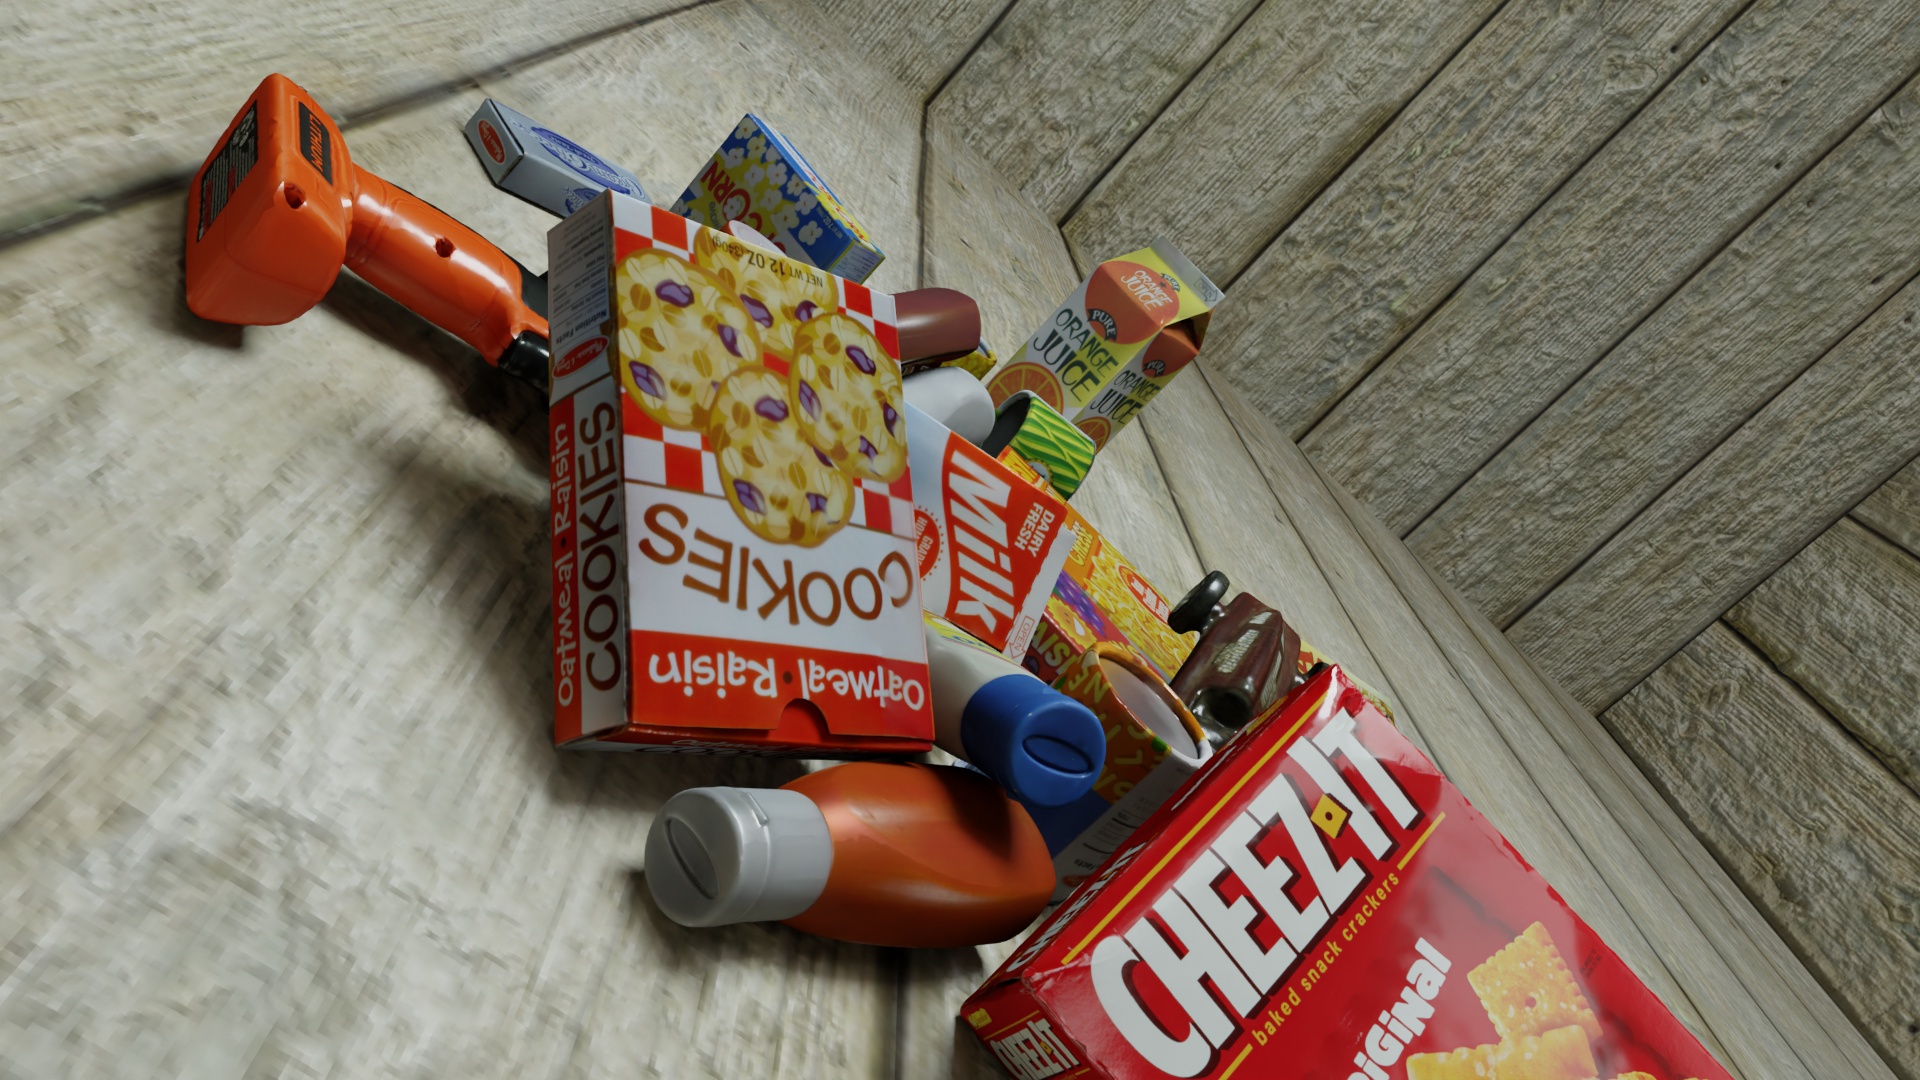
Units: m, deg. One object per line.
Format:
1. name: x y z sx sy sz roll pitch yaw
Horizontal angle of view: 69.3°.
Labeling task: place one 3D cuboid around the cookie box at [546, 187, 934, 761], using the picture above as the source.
1. cookie box: -0.069 -0.015 0.450 0.123 0.040 0.168 13 65 -47

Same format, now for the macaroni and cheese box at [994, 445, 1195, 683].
1. macaroni and cheese box: 0.066 0.024 0.824 0.166 0.040 0.124 44 17 -2

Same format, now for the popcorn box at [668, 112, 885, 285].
1. popcorn box: -0.112 -0.180 0.823 0.127 0.085 0.038 53 18 27

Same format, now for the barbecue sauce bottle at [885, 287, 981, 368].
1. barbecue sauce bottle: -0.055 -0.112 0.766 0.065 0.043 0.149 7 17 36

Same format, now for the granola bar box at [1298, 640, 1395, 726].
1. granola bar box: 0.194 0.140 0.741 0.124 0.039 0.166 31 43 -33

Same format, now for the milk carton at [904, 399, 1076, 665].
1. milk carton: -0.024 -0.011 0.604 0.190 0.072 0.073 30 -9 -36

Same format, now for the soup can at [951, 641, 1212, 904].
1. soup can: 0.045 0.089 0.547 0.071 0.083 0.071 39 17 -14

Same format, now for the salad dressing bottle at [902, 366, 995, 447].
1. salad dressing bottle: -0.033 -0.070 0.791 0.044 0.064 0.148 48 25 16

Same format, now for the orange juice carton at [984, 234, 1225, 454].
1. orange juice carton: 0.099 -0.128 0.998 0.072 0.192 0.073 53 19 25

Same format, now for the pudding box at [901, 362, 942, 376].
1. pudding box: -0.058 -0.117 0.858 0.083 0.049 0.030 29 20 -43

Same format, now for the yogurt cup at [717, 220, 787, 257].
1. yogurt cup: -0.120 -0.135 0.751 0.072 0.054 0.073 40 17 -15

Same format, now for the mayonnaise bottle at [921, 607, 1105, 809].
1. mayonnaise bottle: 0.002 0.056 0.505 0.065 0.041 0.148 26 -2 -25

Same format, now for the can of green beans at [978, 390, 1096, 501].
1. can of green beans: 0.048 -0.059 0.933 0.058 0.071 0.071 36 18 -22

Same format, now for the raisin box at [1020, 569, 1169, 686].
1. raisin box: 0.070 0.075 0.714 0.123 0.040 0.086 48 18 8

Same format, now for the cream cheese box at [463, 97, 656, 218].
1. cream cheese box: -0.207 -0.192 0.738 0.104 0.024 0.053 19 31 -55

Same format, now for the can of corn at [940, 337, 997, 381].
1. can of corn: -0.018 -0.123 0.948 0.071 0.058 0.071 39 17 -14

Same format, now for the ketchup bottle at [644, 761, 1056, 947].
1. ketchup bottle: -0.030 0.096 0.426 0.065 0.043 0.149 47 16 32
